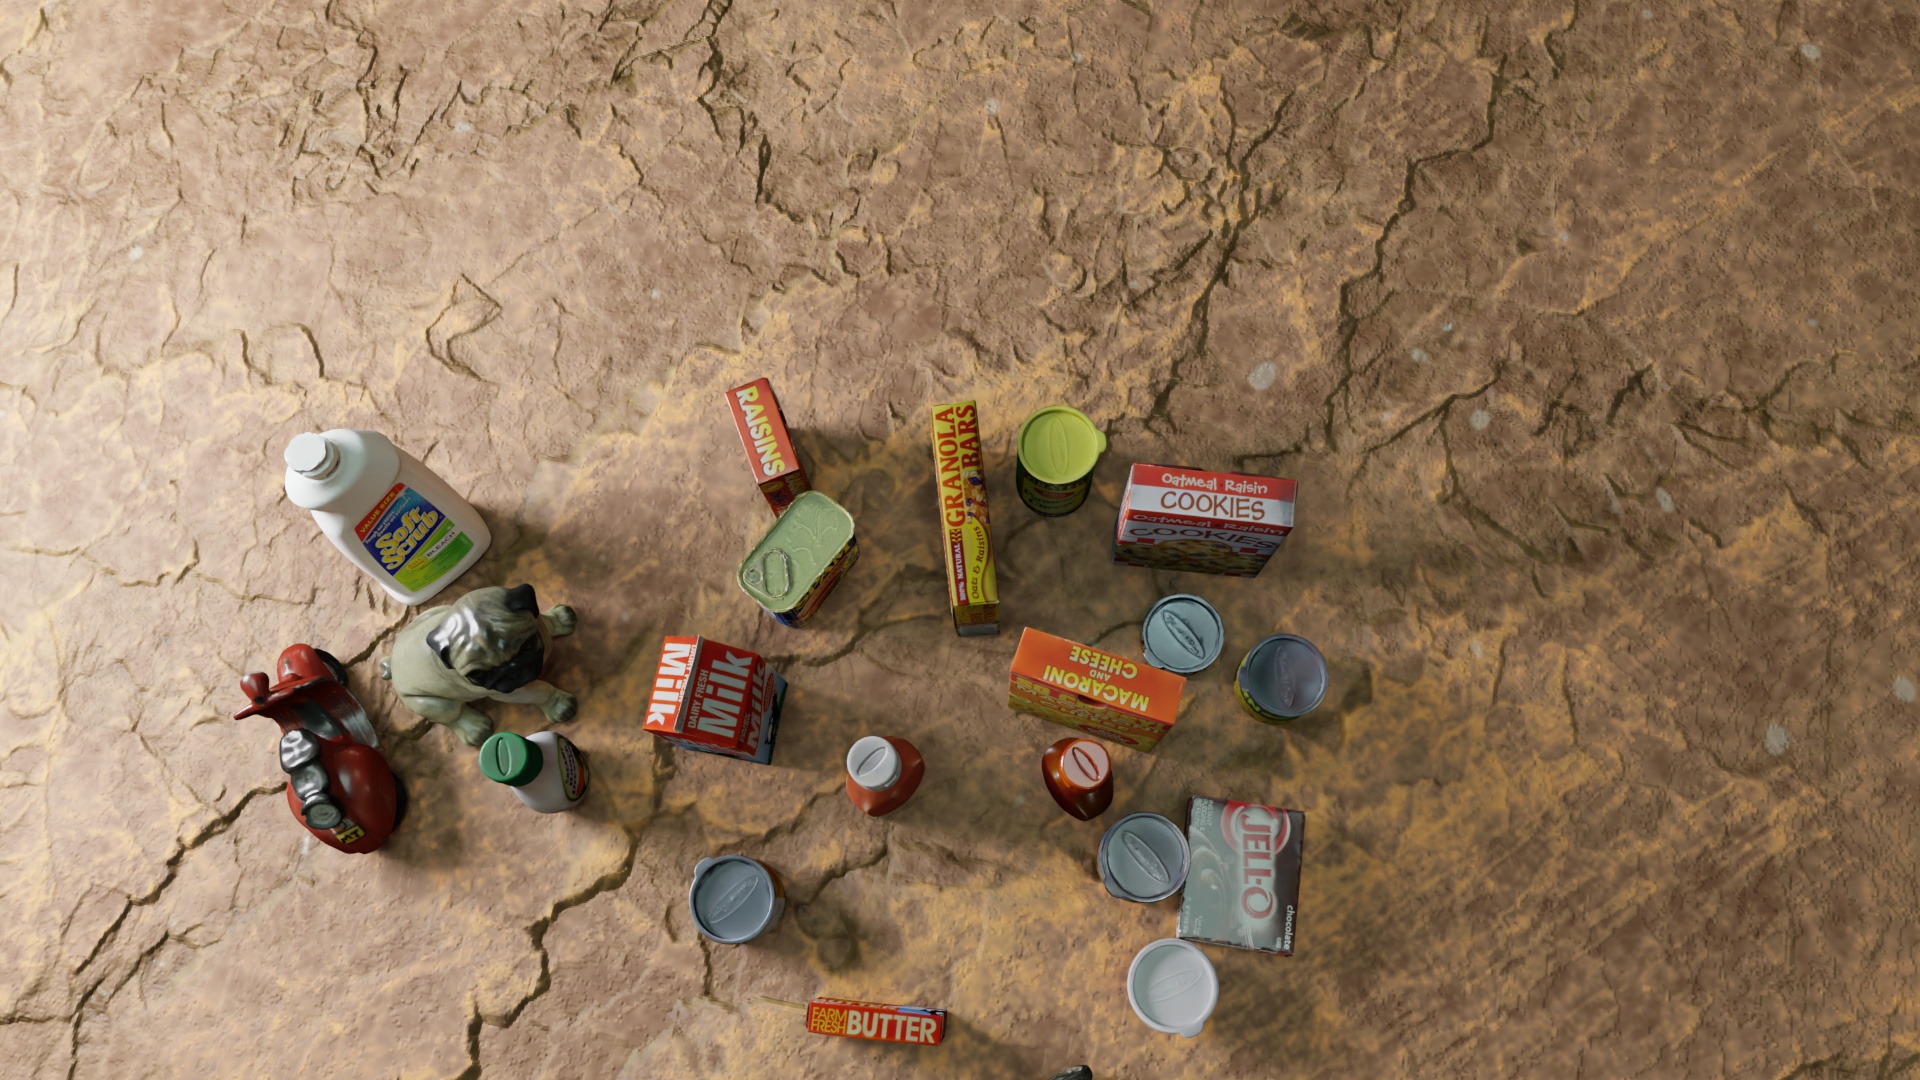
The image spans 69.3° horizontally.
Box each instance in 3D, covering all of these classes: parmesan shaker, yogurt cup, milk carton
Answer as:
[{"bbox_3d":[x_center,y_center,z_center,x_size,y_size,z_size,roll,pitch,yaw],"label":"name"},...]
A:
[{"bbox_3d":[0.082,-0.063,1.149,0.071,0.103,0.071,0,75,2],"label":"parmesan shaker"},{"bbox_3d":[0.159,0.338,1.059,0.072,0.054,0.072,0,74,1],"label":"yogurt cup"},{"bbox_3d":[-0.187,0.122,1.058,0.073,0.190,0.072,10,75,4],"label":"milk carton"}]

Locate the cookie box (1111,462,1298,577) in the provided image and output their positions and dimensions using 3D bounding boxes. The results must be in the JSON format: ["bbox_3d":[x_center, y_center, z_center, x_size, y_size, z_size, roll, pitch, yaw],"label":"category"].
[{"bbox_3d":[0.188,-0.014,1.099,0.123,0.167,0.040,6,75,3],"label":"cookie box"}]

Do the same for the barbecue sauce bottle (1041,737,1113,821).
[{"bbox_3d":[0.091,0.178,1.057,0.044,0.148,0.065,-34,77,-7],"label":"barbecue sauce bottle"}]

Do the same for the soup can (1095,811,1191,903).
[{"bbox_3d":[0.137,0.247,1.070,0.071,0.083,0.071,0,75,2],"label":"soup can"}]

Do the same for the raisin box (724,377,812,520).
[{"bbox_3d":[-0.154,-0.071,1.147,0.040,0.123,0.086,-20,75,-4],"label":"raisin box"}]

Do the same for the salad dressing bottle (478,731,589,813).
[{"bbox_3d":[-0.327,0.175,1.069,0.044,0.147,0.064,-12,75,-1],"label":"salad dressing bottle"}]

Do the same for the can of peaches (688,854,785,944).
[{"bbox_3d":[-0.174,0.278,1.083,0.071,0.058,0.071,0,75,2],"label":"can of peaches"}]

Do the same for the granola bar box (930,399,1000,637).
[{"bbox_3d":[0.004,-0.014,1.126,0.039,0.124,0.166,-6,74,0],"label":"granola bar box"}]

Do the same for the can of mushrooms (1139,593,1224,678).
[{"bbox_3d":[0.179,0.080,1.142,0.071,0.033,0.071,0,74,1],"label":"can of mushrooms"}]

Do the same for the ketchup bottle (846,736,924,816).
[{"bbox_3d":[-0.060,0.177,1.061,0.065,0.148,0.043,-44,78,-10],"label":"ketchup bottle"}]

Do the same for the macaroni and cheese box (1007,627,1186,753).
[{"bbox_3d":[0.100,0.118,1.064,0.124,0.166,0.040,17,76,6],"label":"macaroni and cheese box"}]

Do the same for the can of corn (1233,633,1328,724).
[{"bbox_3d":[0.254,0.113,1.118,0.071,0.058,0.071,0,75,2],"label":"can of corn"}]

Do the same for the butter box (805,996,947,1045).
[{"bbox_3d":[-0.063,0.366,1.058,0.103,0.053,0.024,5,75,3],"label":"butter box"}]
